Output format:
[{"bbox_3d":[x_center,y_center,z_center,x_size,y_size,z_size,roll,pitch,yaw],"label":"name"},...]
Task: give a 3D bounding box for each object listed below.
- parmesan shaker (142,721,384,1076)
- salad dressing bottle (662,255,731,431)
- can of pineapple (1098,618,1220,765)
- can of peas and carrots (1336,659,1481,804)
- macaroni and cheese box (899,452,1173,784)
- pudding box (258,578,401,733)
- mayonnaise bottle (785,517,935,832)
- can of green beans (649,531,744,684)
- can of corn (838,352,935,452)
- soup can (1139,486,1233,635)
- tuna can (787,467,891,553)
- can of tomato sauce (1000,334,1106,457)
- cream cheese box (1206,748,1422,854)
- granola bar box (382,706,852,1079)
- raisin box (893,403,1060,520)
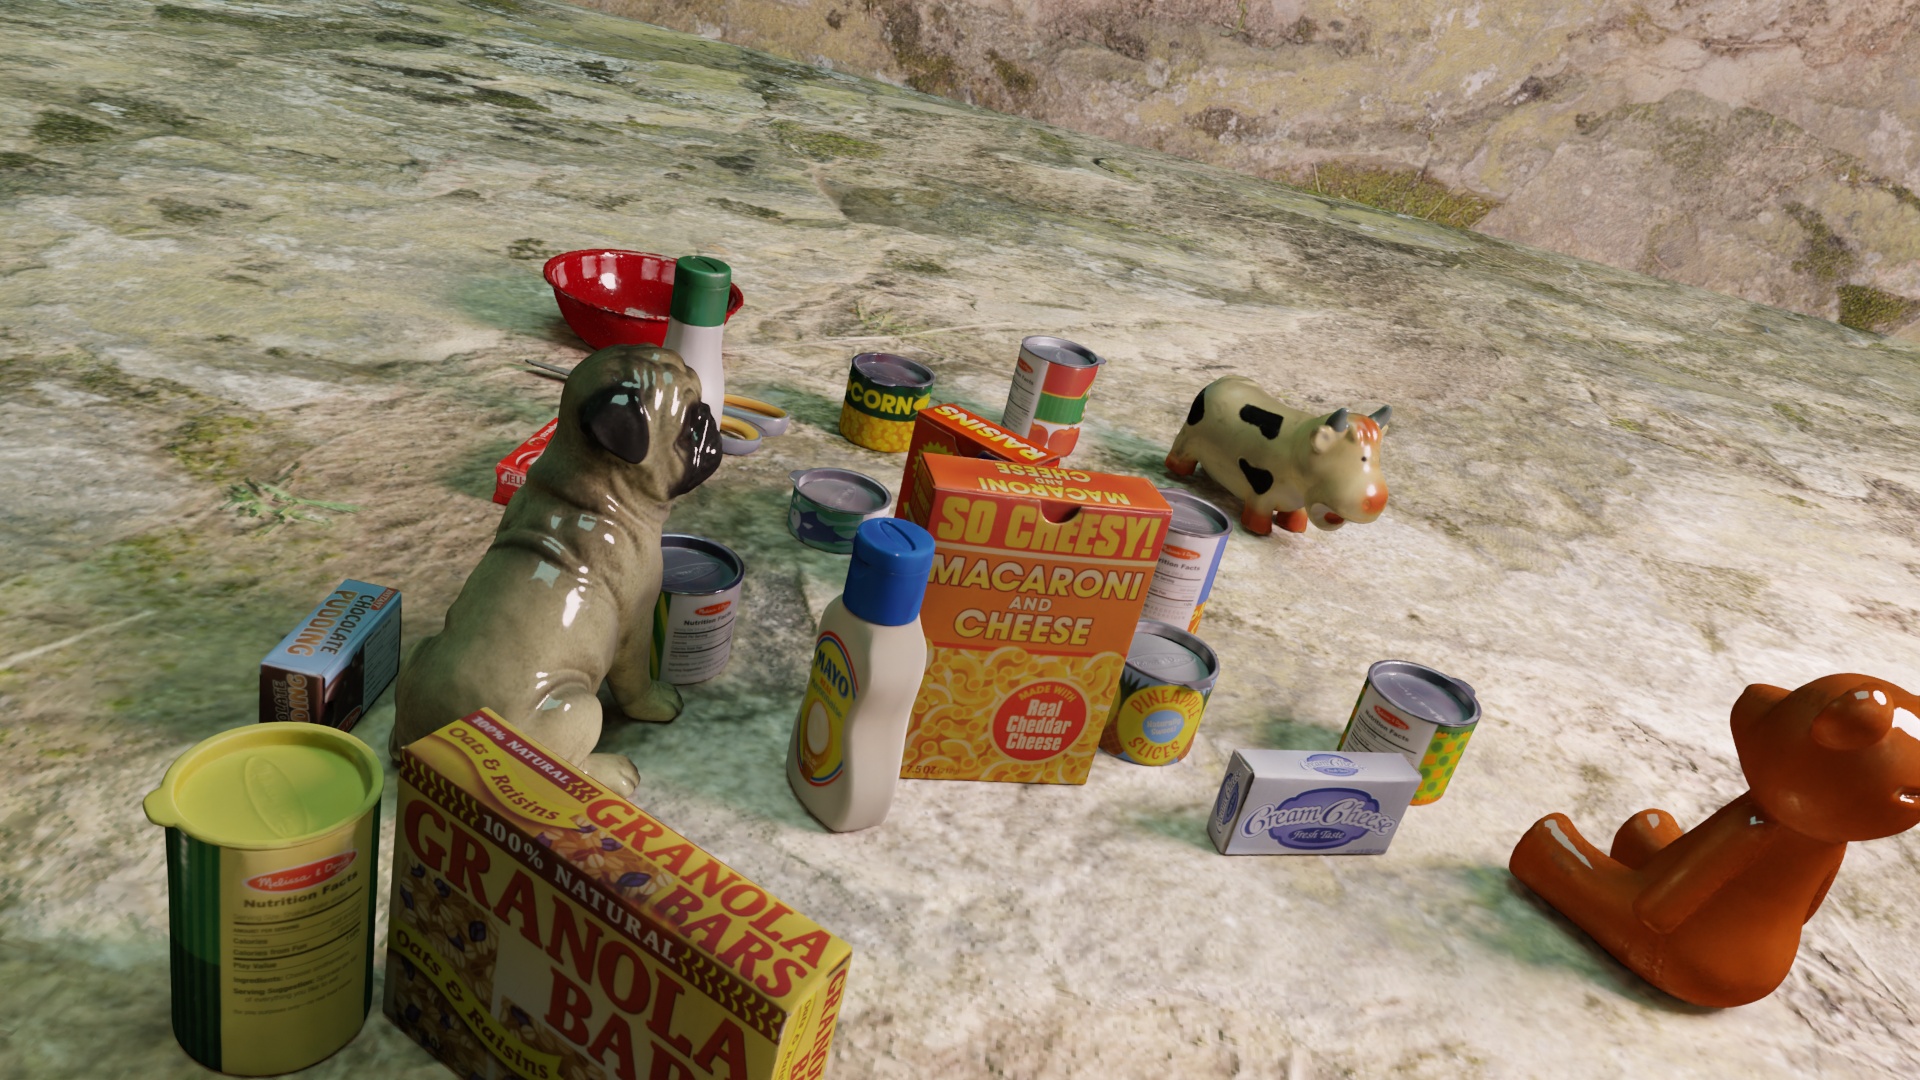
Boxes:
[{"bbox_3d":[-0.239,0.124,0.478,0.071,0.102,0.071,12,26,-6],"label":"parmesan shaker"},{"bbox_3d":[-0.183,-0.117,0.938,0.044,0.147,0.064,-10,34,-41],"label":"salad dressing bottle"},{"bbox_3d":[0.107,0.086,0.781,0.071,0.057,0.071,12,26,-6],"label":"can of pineapple"},{"bbox_3d":[0.262,0.111,0.810,0.071,0.058,0.071,12,26,-6],"label":"can of peas and carrots"},{"bbox_3d":[0.024,0.044,0.699,0.124,0.165,0.040,5,27,-18],"label":"macaroni and cheese box"},{"bbox_3d":[-0.290,0.059,0.643,0.030,0.049,0.084,13,26,-2],"label":"pudding box"},{"bbox_3d":[-0.045,0.061,0.650,0.041,0.147,0.065,-5,31,-35],"label":"mayonnaise bottle"},{"bbox_3d":[-0.154,0.036,0.749,0.071,0.057,0.071,12,26,-6],"label":"can of green beans"},{"bbox_3d":[-0.059,-0.107,1.083,0.071,0.058,0.071,12,26,-6],"label":"can of corn"},{"bbox_3d":[0.133,0.016,0.905,0.071,0.083,0.071,12,26,-6],"label":"soup can"},{"bbox_3d":[-0.084,-0.021,0.927,0.071,0.032,0.071,12,26,-6],"label":"tuna can"},{"bbox_3d":[0.075,-0.118,1.145,0.071,0.082,0.071,12,26,-6],"label":"can of tomato sauce"},{"bbox_3d":[0.184,0.137,0.724,0.104,0.053,0.024,5,27,-19],"label":"cream cheese box"},{"bbox_3d":[-0.121,0.148,0.466,0.166,0.123,0.039,26,28,23],"label":"granola bar box"},{"bbox_3d":[0.003,-0.011,0.847,0.086,0.122,0.040,29,29,28],"label":"raisin box"}]
